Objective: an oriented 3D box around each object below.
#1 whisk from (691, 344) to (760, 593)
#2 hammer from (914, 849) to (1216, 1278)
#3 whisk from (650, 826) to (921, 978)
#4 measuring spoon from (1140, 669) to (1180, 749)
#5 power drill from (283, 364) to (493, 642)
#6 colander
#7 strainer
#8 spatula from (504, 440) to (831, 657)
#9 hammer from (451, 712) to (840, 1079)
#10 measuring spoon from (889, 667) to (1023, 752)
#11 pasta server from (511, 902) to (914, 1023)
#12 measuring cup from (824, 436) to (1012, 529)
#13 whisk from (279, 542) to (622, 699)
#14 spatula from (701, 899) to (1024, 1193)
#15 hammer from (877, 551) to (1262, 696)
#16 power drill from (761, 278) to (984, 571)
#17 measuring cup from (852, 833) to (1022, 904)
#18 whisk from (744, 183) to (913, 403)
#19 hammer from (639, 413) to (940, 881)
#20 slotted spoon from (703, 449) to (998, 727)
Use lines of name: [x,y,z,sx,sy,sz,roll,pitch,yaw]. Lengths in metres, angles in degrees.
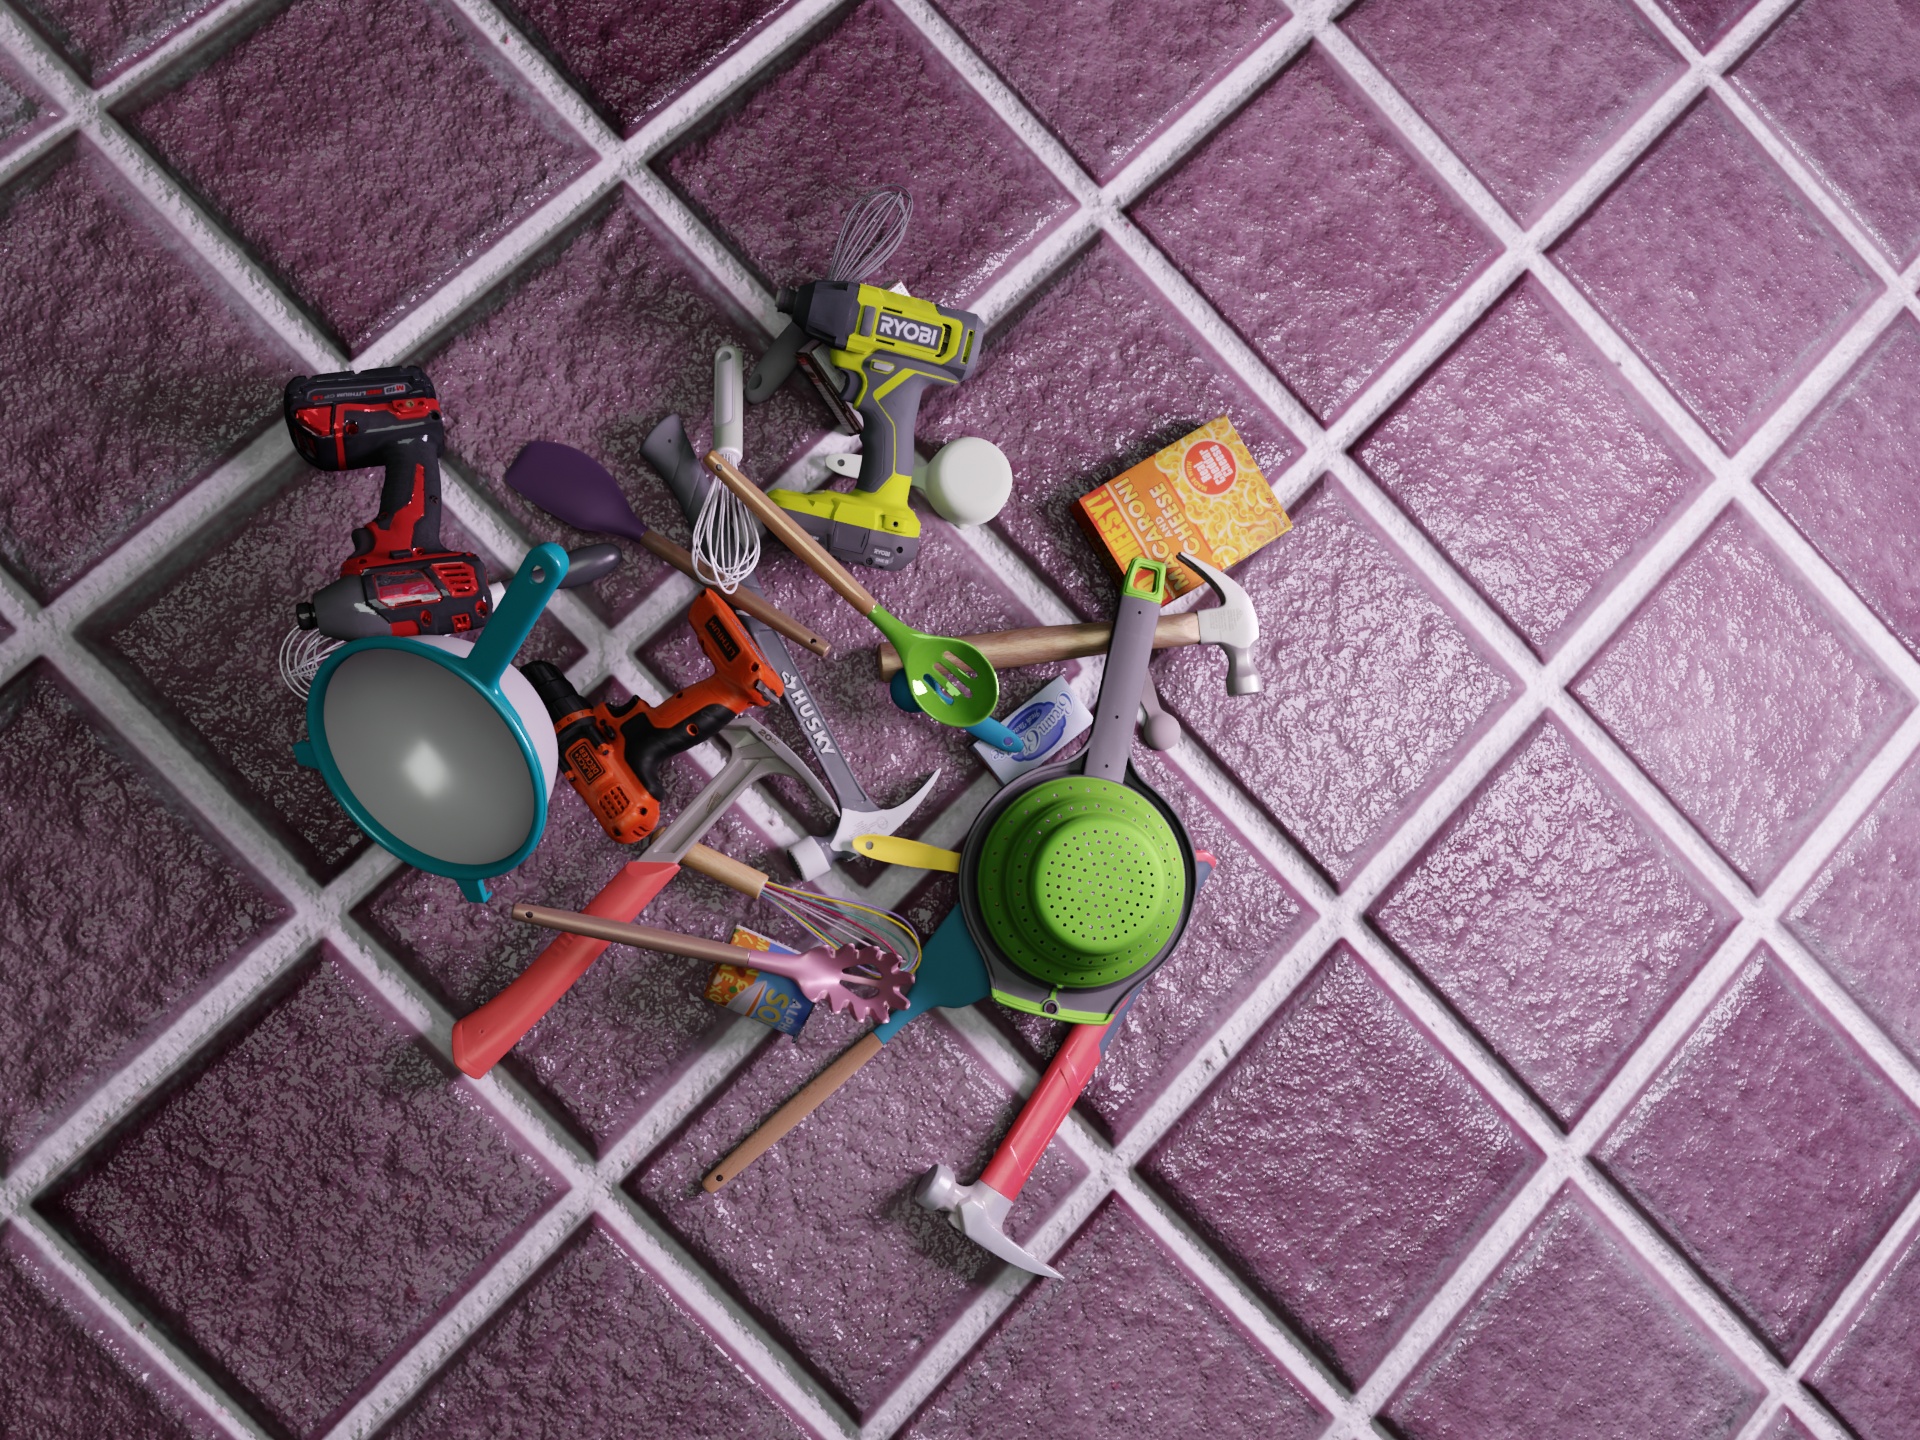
whisk: [-0.196,-0.215,1.331,0.058,0.059,0.247,-10,63,13]
hammer: [0.123,0.283,1.371,0.143,0.038,0.386,35,77,-7]
whisk: [-0.146,0.152,1.317,0.245,0.047,0.051,25,43,2]
measuring spoon: [0.166,-0.033,1.429,0.034,0.018,0.124,-21,87,-14]
power drill: [-0.460,-0.162,1.250,0.143,0.078,0.220,-12,71,-20]
colander: [0.122,0.053,1.306,0.204,0.094,0.397,13,85,-6]
strainer: [-0.358,-0.026,1.205,0.211,0.340,0.095,40,34,-2]
spatula: [-0.241,-0.142,1.327,0.316,0.018,0.060,33,80,7]
hammer: [-0.266,0.150,1.281,0.149,0.036,0.359,41,82,13]
measuring spoon: [-0.002,-0.004,1.359,0.128,0.021,0.042,29,102,-5]
pasta server: [-0.193,0.181,1.248,0.316,0.040,0.060,13,83,-10]
measuring cup: [-0.035,-0.219,1.398,0.167,0.038,0.083,7,82,-13]
whisk: [-0.410,-0.090,1.296,0.284,0.070,0.070,-24,89,-19]
spatula: [-0.089,0.281,1.323,0.317,0.044,0.082,-40,90,-13]
hammer: [0.093,-0.071,1.382,0.331,0.031,0.130,-6,87,-2]
power drill: [-0.089,-0.250,1.334,0.171,0.080,0.223,12,101,-9]
measuring cup: [-0.020,0.119,1.359,0.156,0.029,0.062,13,81,-15]
whisk: [-0.118,-0.376,1.399,0.055,0.055,0.239,35,82,-6]
hammer: [-0.162,-0.076,1.356,0.149,0.036,0.409,-27,89,-15]
slotted spoon: [-0.091,-0.110,1.310,0.313,0.031,0.070,43,97,-11]
